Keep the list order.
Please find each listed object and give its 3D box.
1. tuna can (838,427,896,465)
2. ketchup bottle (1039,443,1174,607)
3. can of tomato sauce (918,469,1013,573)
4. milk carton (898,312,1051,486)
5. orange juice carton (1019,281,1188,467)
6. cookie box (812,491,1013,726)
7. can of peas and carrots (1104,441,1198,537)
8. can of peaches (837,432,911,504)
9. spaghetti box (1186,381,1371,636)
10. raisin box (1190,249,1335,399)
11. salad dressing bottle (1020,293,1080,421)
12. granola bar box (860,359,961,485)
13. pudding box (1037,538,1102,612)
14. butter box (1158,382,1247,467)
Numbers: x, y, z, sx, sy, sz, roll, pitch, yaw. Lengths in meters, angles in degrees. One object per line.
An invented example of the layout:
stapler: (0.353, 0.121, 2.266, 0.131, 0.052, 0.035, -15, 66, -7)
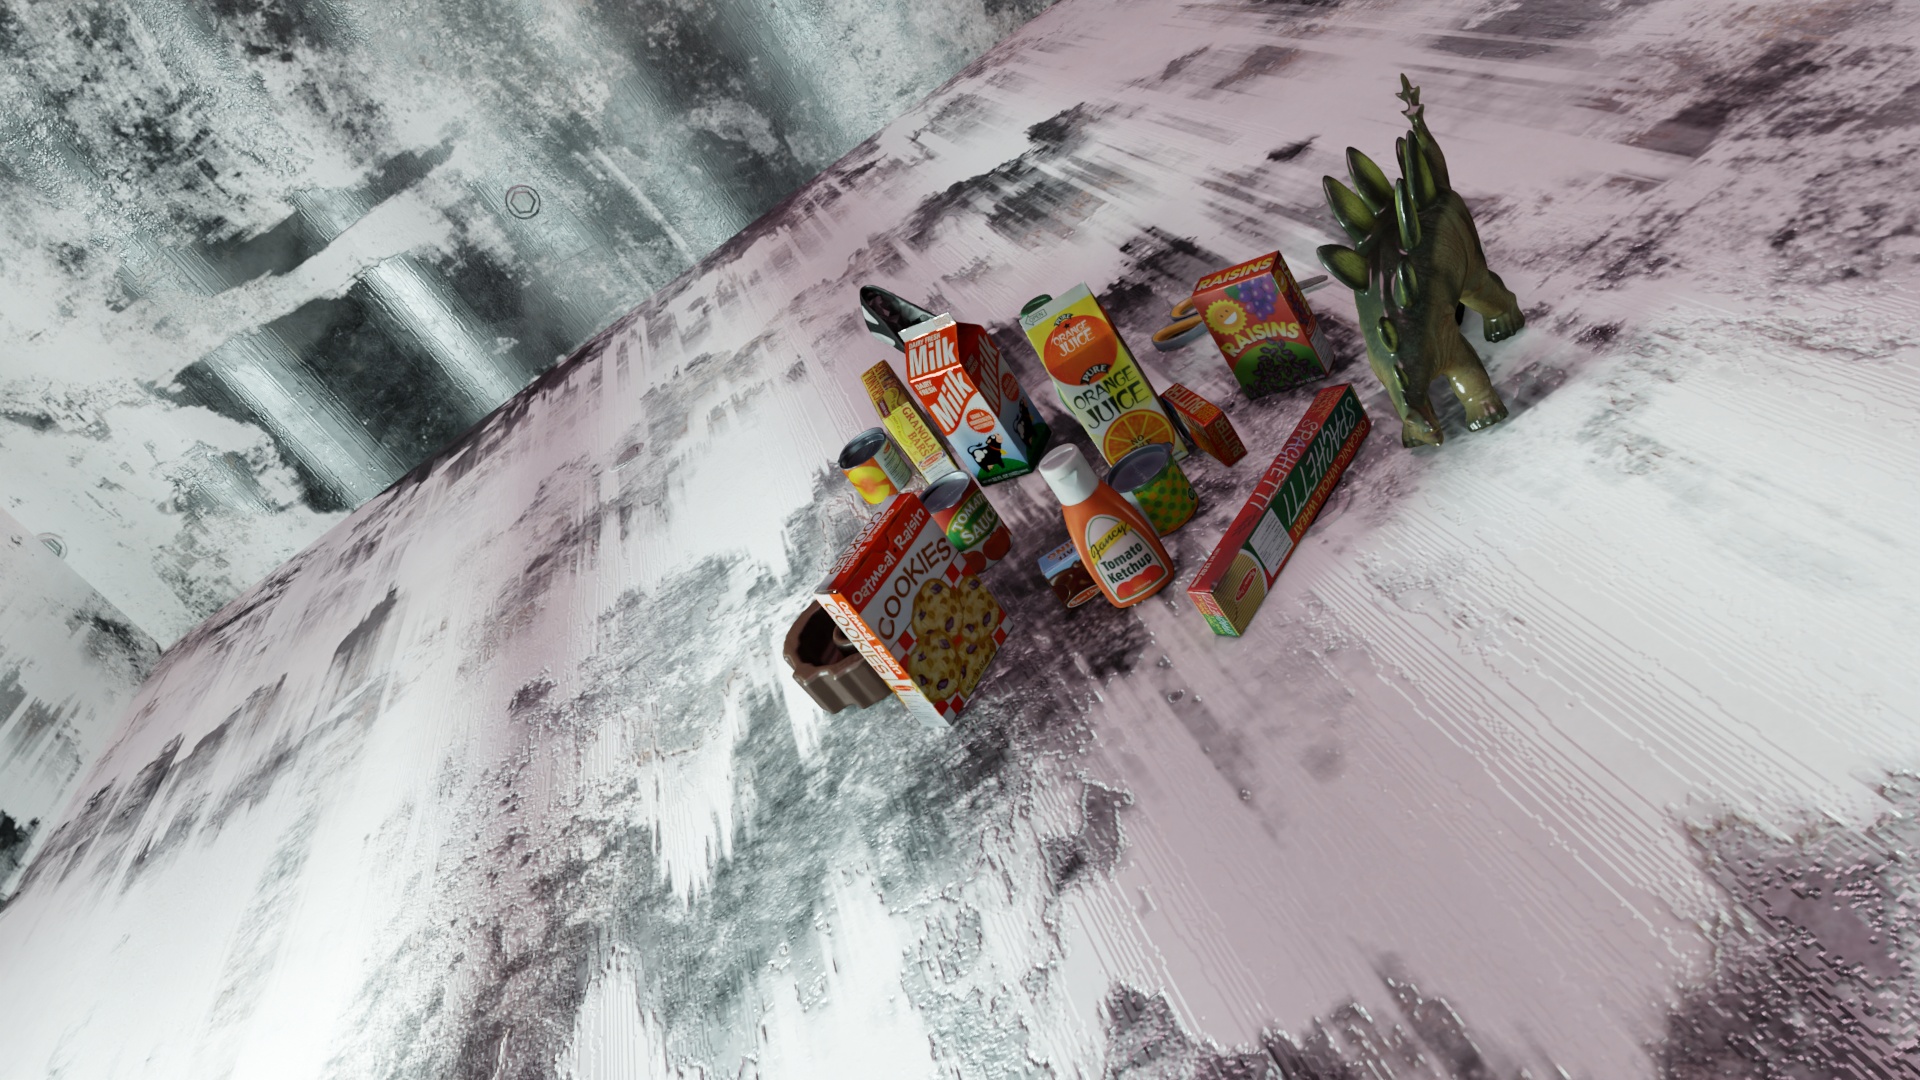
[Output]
tuna can: (-0.116, -0.105, 1.716, 0.071, 0.032, 0.071, -28, 27, 16)
ketchup bottle: (0.118, -0.014, 1.155, 0.064, 0.148, 0.044, -32, 26, 10)
can of tomato sauce: (0.005, -0.017, 1.369, 0.071, 0.083, 0.071, -28, 27, 16)
milk carton: (0.012, -0.156, 1.466, 0.072, 0.190, 0.074, -16, 33, 36)
orange juice carton: (0.134, -0.150, 1.308, 0.071, 0.192, 0.073, -31, 27, 12)
cookie box: (-0.036, 0.060, 1.198, 0.040, 0.167, 0.123, -7, 38, 45)
can of peas and carrots: (0.173, -0.046, 1.241, 0.071, 0.058, 0.071, -28, 27, 16)
can of peaches: (-0.102, -0.084, 1.635, 0.071, 0.058, 0.071, -28, 27, 16)
spaghetti box: (0.261, -0.029, 1.118, 0.028, 0.050, 0.251, -1, 43, 50)
raisin box: (0.281, -0.198, 1.288, 0.086, 0.123, 0.040, -13, 34, 39)
salad dressing bottle: (0.114, -0.187, 1.443, 0.064, 0.147, 0.044, -22, 30, 28)
granola bar box: (-0.054, -0.125, 1.571, 0.039, 0.124, 0.166, -35, 26, 4)
pudding box: (0.115, 0.019, 1.215, 0.083, 0.049, 0.030, -33, 26, 6)
butter box: (0.224, -0.108, 1.288, 0.024, 0.053, 0.104, -37, 26, 0)
